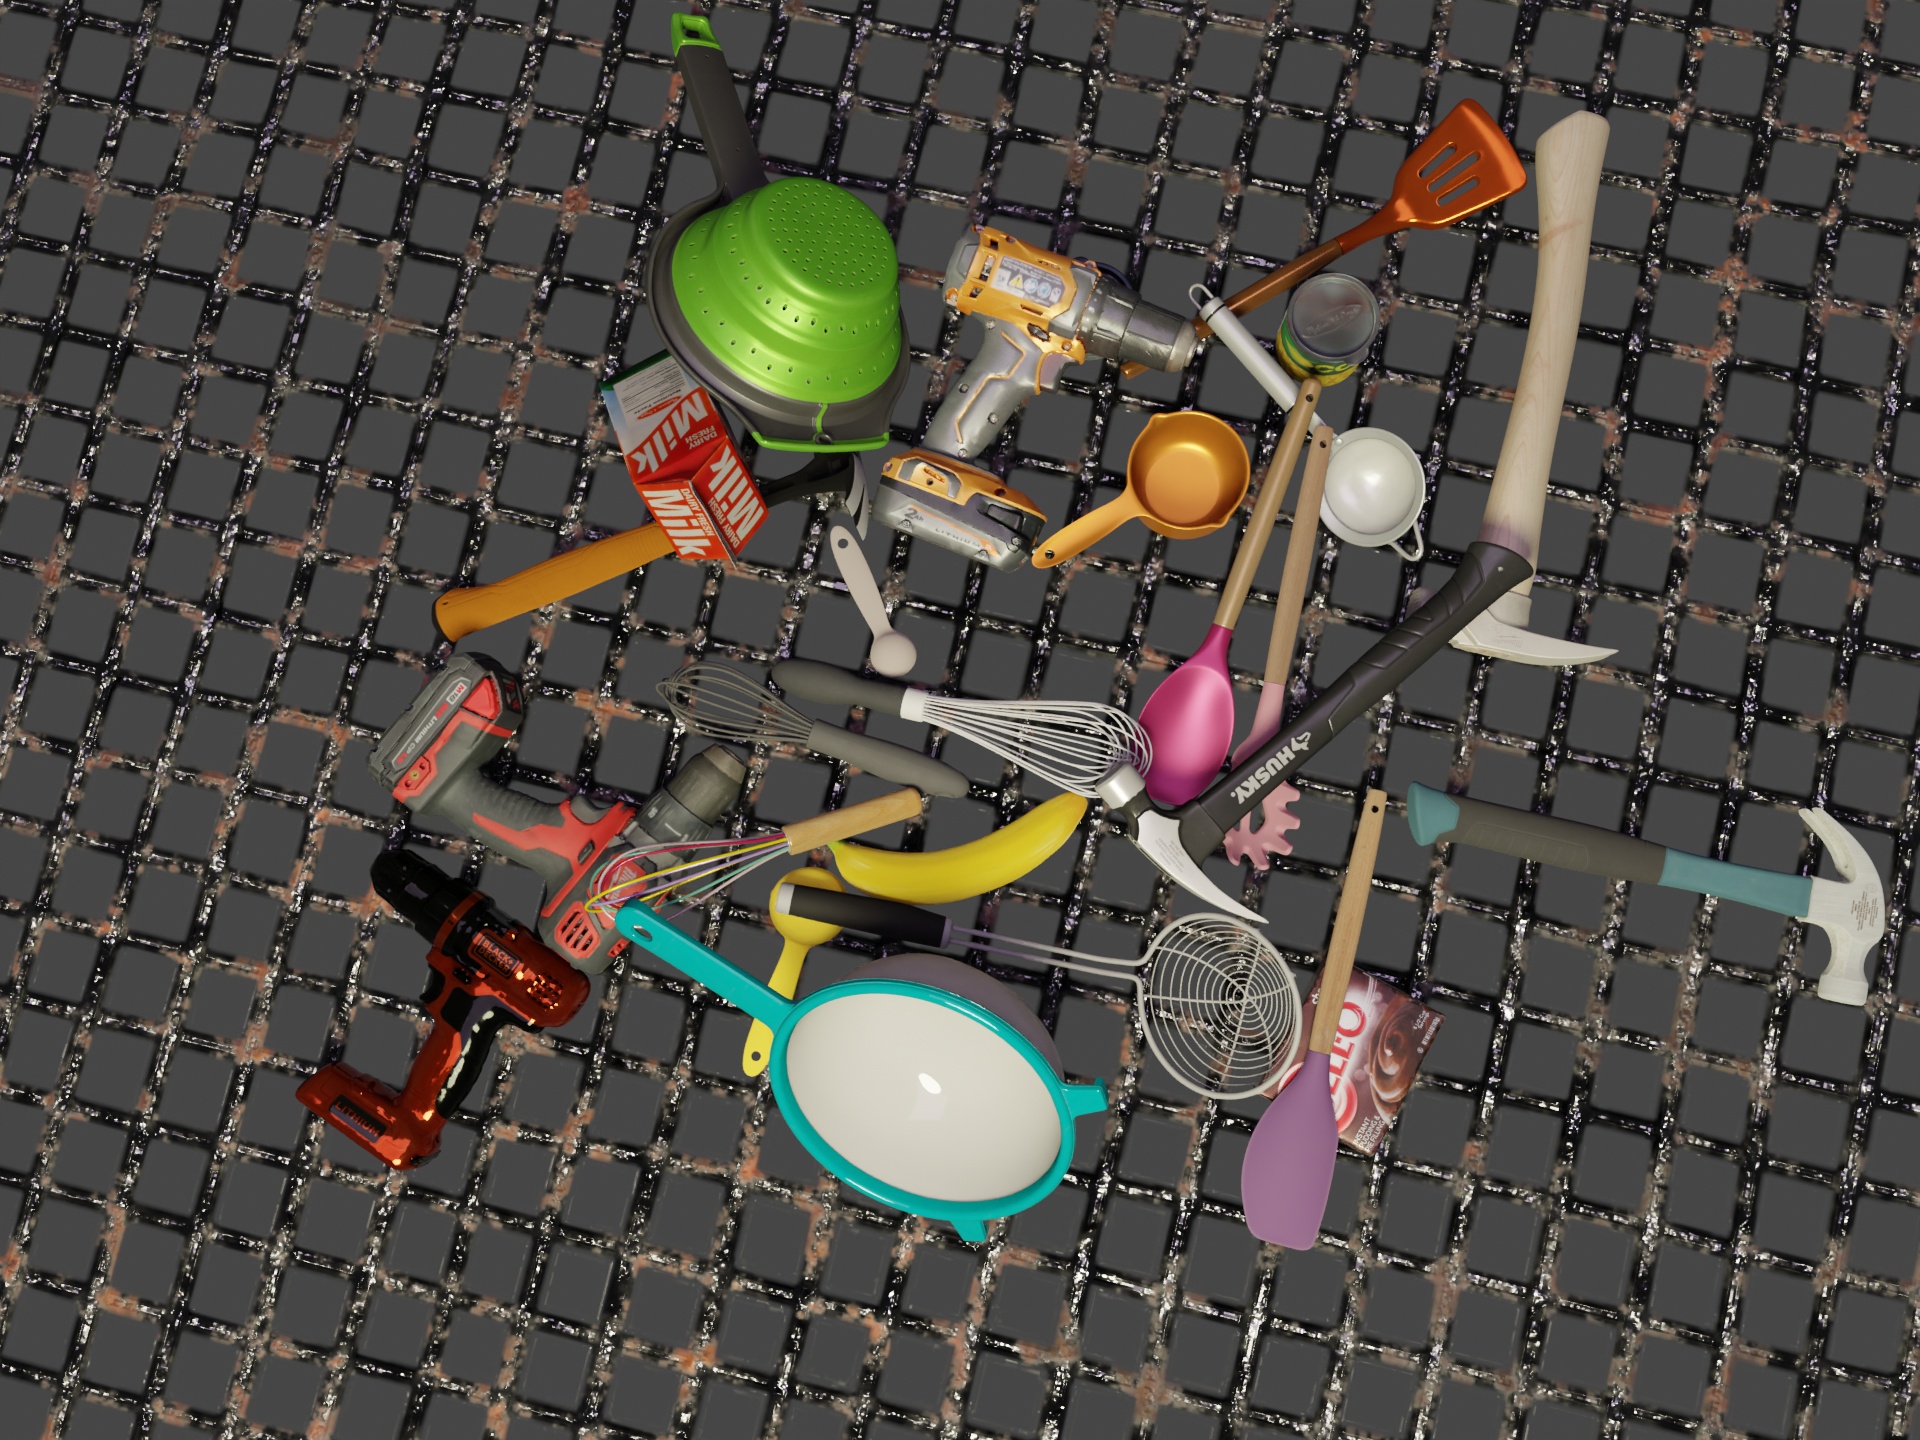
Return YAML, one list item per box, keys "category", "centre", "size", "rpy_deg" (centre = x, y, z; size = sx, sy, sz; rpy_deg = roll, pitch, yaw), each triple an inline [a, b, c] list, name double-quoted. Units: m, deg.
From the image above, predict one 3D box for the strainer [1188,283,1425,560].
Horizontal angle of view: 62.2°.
- category: "strainer"
  centre: [0.254, -0.222, 1.156]
  size: [0.258, 0.050, 0.087]
  rpy_deg: [50, 129, 4]

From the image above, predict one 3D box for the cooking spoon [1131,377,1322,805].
- category: "cooking spoon"
  centre: [0.197, -0.091, 1.140]
  size: [0.069, 0.017, 0.319]
  rpy_deg: [20, 95, 1]

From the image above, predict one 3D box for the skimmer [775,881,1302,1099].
- category: "skimmer"
  centre: [0.049, 0.167, 1.090]
  size: [0.363, 0.090, 0.127]
  rpy_deg: [12, 102, -1]

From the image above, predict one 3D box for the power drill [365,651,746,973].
- category: "power drill"
  centre: [-0.284, 0.045, 1.143]
  size: [0.227, 0.080, 0.188]
  rpy_deg: [39, 87, 4]

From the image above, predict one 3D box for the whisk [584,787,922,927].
- category: "whisk"
  centre: [-0.143, 0.091, 1.109]
  size: [0.245, 0.047, 0.051]
  rpy_deg: [-17, 43, -17]

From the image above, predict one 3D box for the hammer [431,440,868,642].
- category: "hammer"
  centre: [-0.228, -0.124, 1.156]
  size: [0.337, 0.034, 0.127]
  rpy_deg: [-20, 41, 5]

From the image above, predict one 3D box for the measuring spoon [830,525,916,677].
- category: "measuring spoon"
  centre: [-0.069, -0.090, 1.175]
  size: [0.034, 0.018, 0.124]
  rpy_deg: [-25, 82, 0]

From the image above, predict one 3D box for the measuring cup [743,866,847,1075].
- category: "measuring cup"
  centre: [-0.126, 0.180, 1.139]
  size: [0.062, 0.029, 0.156]
  rpy_deg: [19, 82, 5]

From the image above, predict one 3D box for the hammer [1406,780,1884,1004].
- category: "hammer"
  centre: [0.478, 0.100, 1.119]
  size: [0.331, 0.033, 0.128]
  rpy_deg: [13, 85, 4]

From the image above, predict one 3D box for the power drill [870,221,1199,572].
- category: "power drill"
  centre: [0.051, -0.221, 1.139]
  size: [0.185, 0.084, 0.226]
  rpy_deg: [22, 94, 5]

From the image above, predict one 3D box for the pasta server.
- category: "pasta server"
  centre: [0.230, -0.053, 1.127]
  size: [0.060, 0.040, 0.316]
  rpy_deg: [10, 92, -5]

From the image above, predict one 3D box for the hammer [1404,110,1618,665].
- category: "hammer"
  centre: [0.434, -0.244, 1.161]
  size: [0.146, 0.038, 0.411]
  rpy_deg: [12, 84, 3]

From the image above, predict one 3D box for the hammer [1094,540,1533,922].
- category: "hammer"
  centre: [0.263, -0.004, 1.099]
  size: [0.335, 0.035, 0.146]
  rpy_deg: [-40, 93, -4]

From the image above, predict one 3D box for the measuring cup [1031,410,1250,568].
- category: "measuring cup"
  centre: [0.128, -0.154, 1.158]
  size: [0.173, 0.052, 0.095]
  rpy_deg: [-31, 83, 1]

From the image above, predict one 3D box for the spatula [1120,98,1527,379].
- category: "spatula"
  centre: [0.260, -0.343, 1.179]
  size: [0.322, 0.041, 0.081]
  rpy_deg: [-31, 84, 0]

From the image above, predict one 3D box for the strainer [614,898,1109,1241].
- category: "strainer"
  centre: [-0.070, 0.197, 1.075]
  size: [0.340, 0.095, 0.211]
  rpy_deg: [32, 127, 0]

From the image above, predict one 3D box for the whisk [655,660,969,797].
- category: "whisk"
  centre: [-0.107, 0.012, 1.154]
  size: [0.239, 0.055, 0.055]
  rpy_deg: [19, 85, 0]

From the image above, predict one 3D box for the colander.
- category: "colander"
  centre: [-0.135, -0.383, 1.142]
  size: [0.204, 0.094, 0.397]
  rpy_deg: [-6, 67, -32]

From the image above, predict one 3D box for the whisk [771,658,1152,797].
- category: "whisk"
  centre: [-0.001, -0.005, 1.146]
  size: [0.284, 0.070, 0.070]
  rpy_deg: [14, 84, 10]

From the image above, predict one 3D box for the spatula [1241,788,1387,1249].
- category: "spatula"
  centre: [0.249, 0.201, 1.087]
  size: [0.060, 0.018, 0.316]
  rpy_deg: [14, 86, 10]
